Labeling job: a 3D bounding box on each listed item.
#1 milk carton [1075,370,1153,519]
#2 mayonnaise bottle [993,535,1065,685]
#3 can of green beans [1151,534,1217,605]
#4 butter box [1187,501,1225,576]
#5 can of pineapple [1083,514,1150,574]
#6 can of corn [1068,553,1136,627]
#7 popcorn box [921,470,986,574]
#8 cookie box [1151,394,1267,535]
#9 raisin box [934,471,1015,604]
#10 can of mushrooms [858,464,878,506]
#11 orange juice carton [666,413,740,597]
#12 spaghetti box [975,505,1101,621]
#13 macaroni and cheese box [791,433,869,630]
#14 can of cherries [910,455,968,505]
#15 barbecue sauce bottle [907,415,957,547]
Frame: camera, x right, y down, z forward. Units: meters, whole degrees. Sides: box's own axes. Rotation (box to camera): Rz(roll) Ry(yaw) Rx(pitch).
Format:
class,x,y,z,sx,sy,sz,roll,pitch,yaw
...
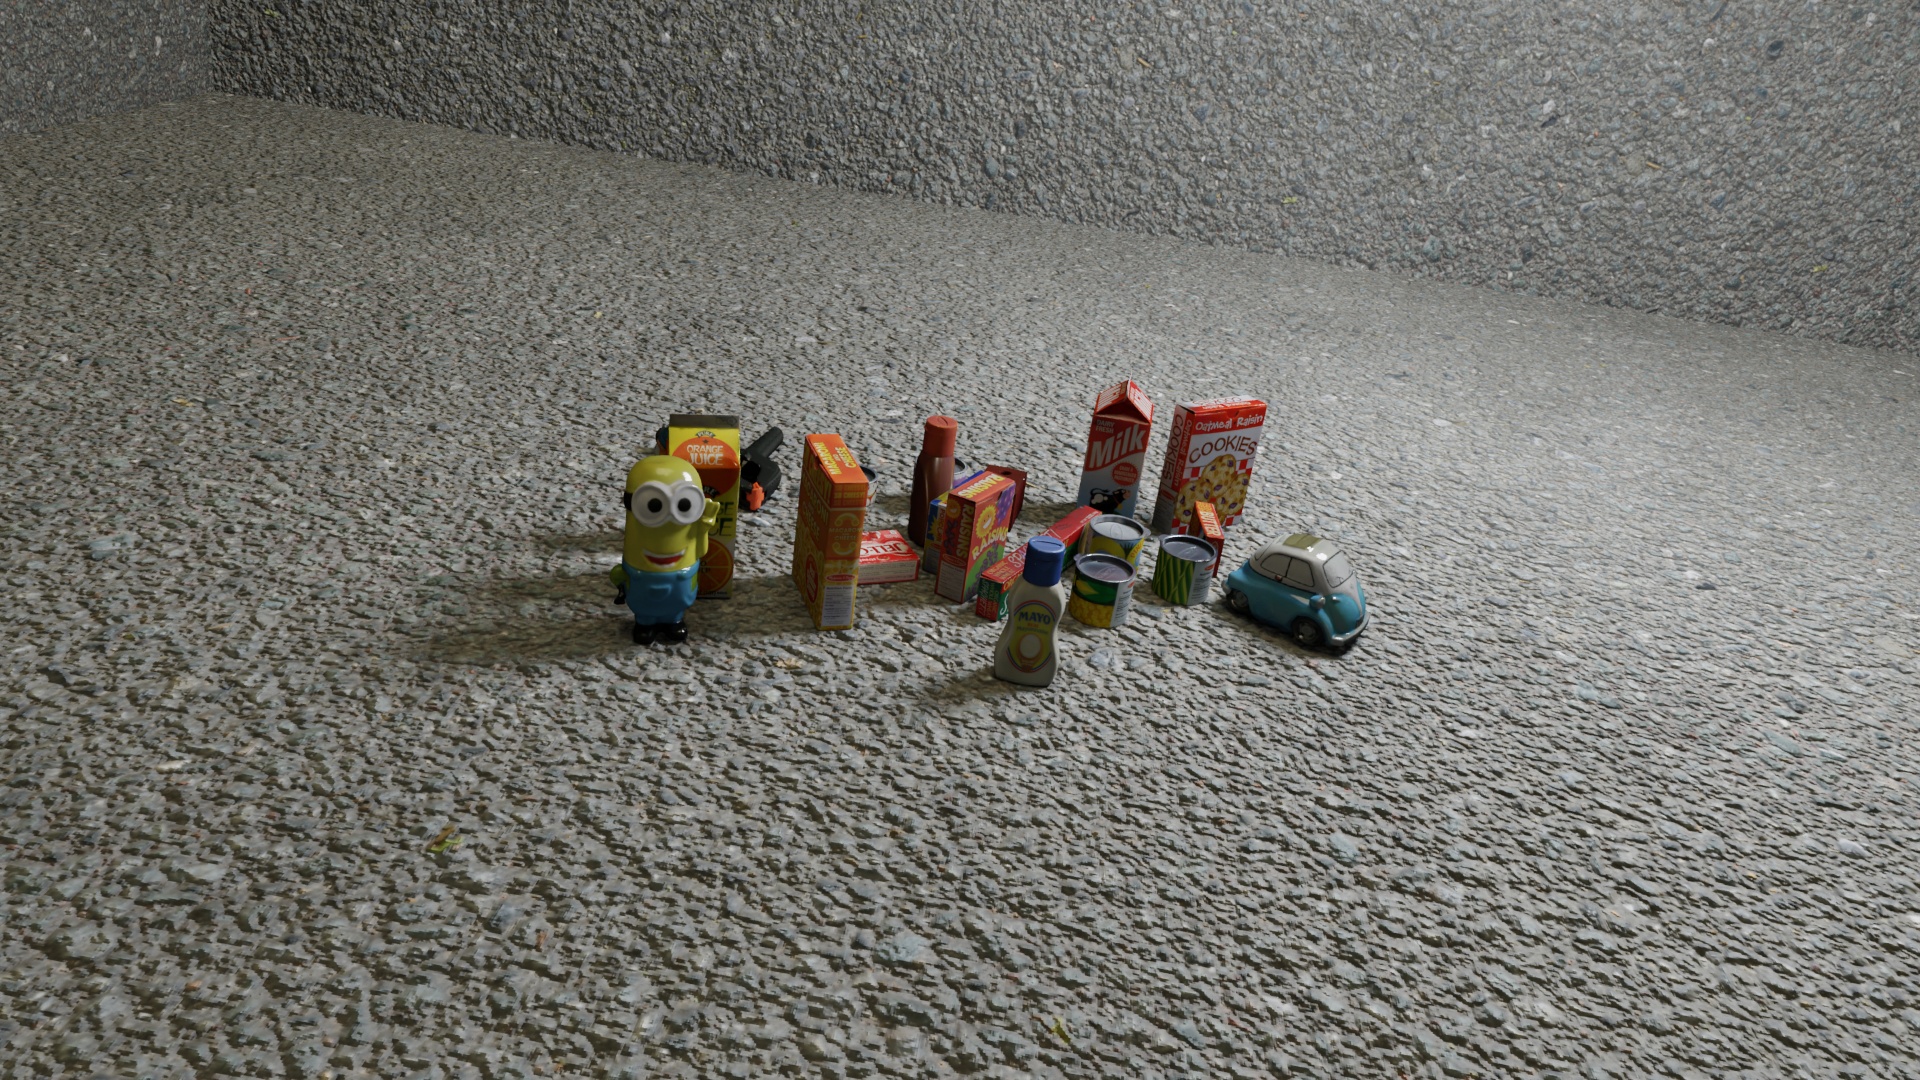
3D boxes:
class,x,y,z,sx,sy,sz,roll,pitch,yaw
milk carton,0.192,-0.112,1.706,0.073,0.189,0.073,11,25,5
mayonnaise bottle,0.072,0.069,1.348,0.065,0.147,0.041,9,25,1
can of green beans,0.254,0.033,1.579,0.071,0.057,0.071,7,26,-3
butter box,0.294,-0.003,1.670,0.024,0.053,0.104,7,26,-2
can of pineapple,0.178,0.010,1.603,0.071,0.057,0.071,7,26,-3
can of corn,0.151,0.053,1.506,0.071,0.058,0.071,7,26,-3
popcorn box,0.006,-0.020,1.583,0.038,0.084,0.127,19,28,22
cookie box,0.310,-0.094,1.731,0.123,0.166,0.040,-10,31,-33
raisin box,0.016,-0.004,1.509,0.040,0.122,0.086,21,28,25
can of mushrooms,-0.136,-0.067,1.696,0.071,0.033,0.071,7,26,-3
orange juice carton,-0.266,-0.041,1.421,0.072,0.191,0.073,1,26,-14
spaghetti box,0.091,0.022,1.561,0.029,0.050,0.251,21,28,24
macaroni and cheese box,-0.136,-0.010,1.426,0.040,0.165,0.124,-2,27,-20
can of cherries,-0.029,-0.068,1.702,0.071,0.058,0.072,7,26,-3
barbecue sauce bottle,-0.031,-0.069,1.601,0.044,0.147,0.065,-1,27,-18
